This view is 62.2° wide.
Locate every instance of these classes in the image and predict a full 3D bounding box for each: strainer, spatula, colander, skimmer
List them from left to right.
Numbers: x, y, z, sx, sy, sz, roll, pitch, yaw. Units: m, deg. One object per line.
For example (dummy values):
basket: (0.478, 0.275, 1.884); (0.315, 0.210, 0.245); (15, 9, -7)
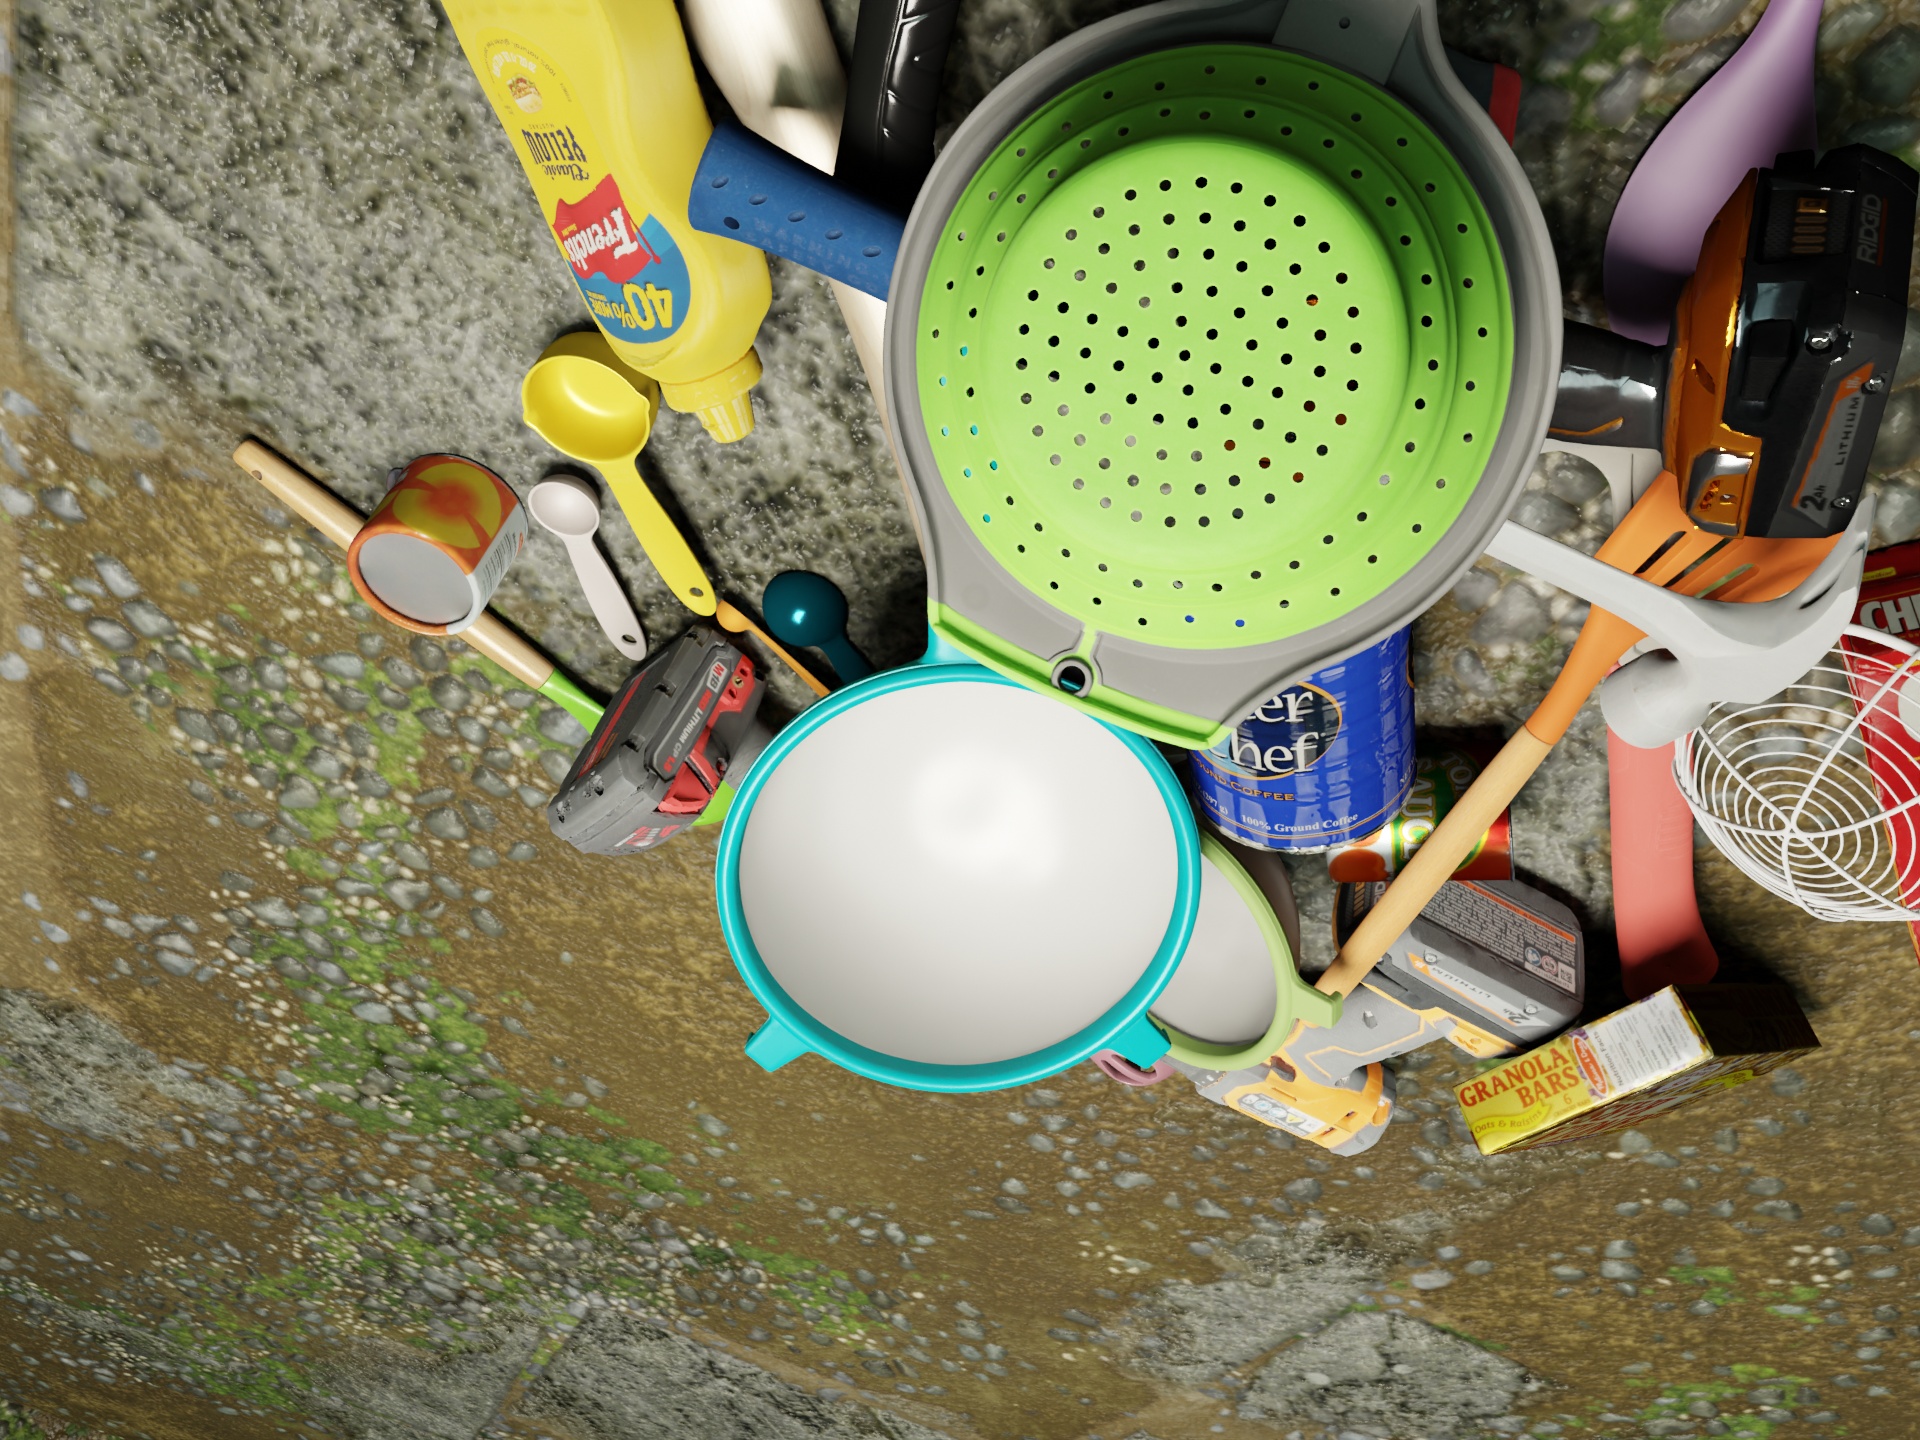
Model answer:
strainer: (-0.001, -0.002, 0.703); (0.211, 0.095, 0.340); (0, 111, -1)
strainer: (0.098, 0.115, 0.829); (0.151, 0.069, 0.256); (53, 146, 8)
colander: (0.096, -0.175, 0.425); (0.204, 0.094, 0.397); (24, 106, 7)
spatula: (0.233, 0.028, 0.675); (0.081, 0.041, 0.322); (24, 122, -8)
spatula: (0.263, -0.249, 0.483); (0.060, 0.018, 0.315); (9, 136, 7)
skimmer: (0.407, -0.073, 0.547); (0.127, 0.090, 0.363); (46, 109, 16)

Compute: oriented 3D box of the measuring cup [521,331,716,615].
measuring cup: (-0.144, -0.110, 0.727); (0.062, 0.029, 0.156); (-5, 138, 19)

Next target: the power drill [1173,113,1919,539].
power drill: (0.182, -0.135, 0.530); (0.226, 0.084, 0.164); (9, 155, 24)

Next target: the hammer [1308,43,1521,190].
hammer: (0.018, -0.275, 0.509); (0.386, 0.038, 0.143); (31, 135, -16)

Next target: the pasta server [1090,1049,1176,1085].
pasta server: (0.012, 0.125, 0.918); (0.316, 0.040, 0.060); (37, 132, -16)

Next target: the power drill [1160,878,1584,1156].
power drill: (0.193, 0.147, 0.855); (0.185, 0.084, 0.226); (27, 139, -10)

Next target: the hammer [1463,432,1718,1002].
hammer: (0.300, 0.009, 0.716); (0.149, 0.037, 0.358); (-5, 132, 19)

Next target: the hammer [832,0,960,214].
hammer: (-0.007, -0.281, 0.457); (0.146, 0.035, 0.334); (16, 138, -1)

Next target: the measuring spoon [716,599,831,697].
measuring spoon: (-0.080, -0.020, 0.799); (0.116, 0.011, 0.021); (43, 172, -25)

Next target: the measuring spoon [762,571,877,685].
measuring spoon: (-0.056, -0.020, 0.791); (0.042, 0.021, 0.128); (-17, 127, 28)

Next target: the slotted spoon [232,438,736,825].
slotted spoon: (-0.237, -0.036, 0.822); (0.313, 0.031, 0.070); (41, 132, -22)

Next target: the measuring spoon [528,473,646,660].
measuring spoon: (-0.176, -0.075, 0.779); (0.034, 0.018, 0.124); (2, 141, 14)

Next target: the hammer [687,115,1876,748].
hammer: (0.101, -0.103, 0.534); (0.405, 0.035, 0.144); (24, 159, -2)

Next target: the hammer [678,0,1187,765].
hammer: (-0.006, -0.124, 0.667); (0.146, 0.038, 0.410); (-6, 132, 18)

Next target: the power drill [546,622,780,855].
power drill: (-0.087, 0.067, 0.802); (0.219, 0.143, 0.078); (39, 137, -20)
